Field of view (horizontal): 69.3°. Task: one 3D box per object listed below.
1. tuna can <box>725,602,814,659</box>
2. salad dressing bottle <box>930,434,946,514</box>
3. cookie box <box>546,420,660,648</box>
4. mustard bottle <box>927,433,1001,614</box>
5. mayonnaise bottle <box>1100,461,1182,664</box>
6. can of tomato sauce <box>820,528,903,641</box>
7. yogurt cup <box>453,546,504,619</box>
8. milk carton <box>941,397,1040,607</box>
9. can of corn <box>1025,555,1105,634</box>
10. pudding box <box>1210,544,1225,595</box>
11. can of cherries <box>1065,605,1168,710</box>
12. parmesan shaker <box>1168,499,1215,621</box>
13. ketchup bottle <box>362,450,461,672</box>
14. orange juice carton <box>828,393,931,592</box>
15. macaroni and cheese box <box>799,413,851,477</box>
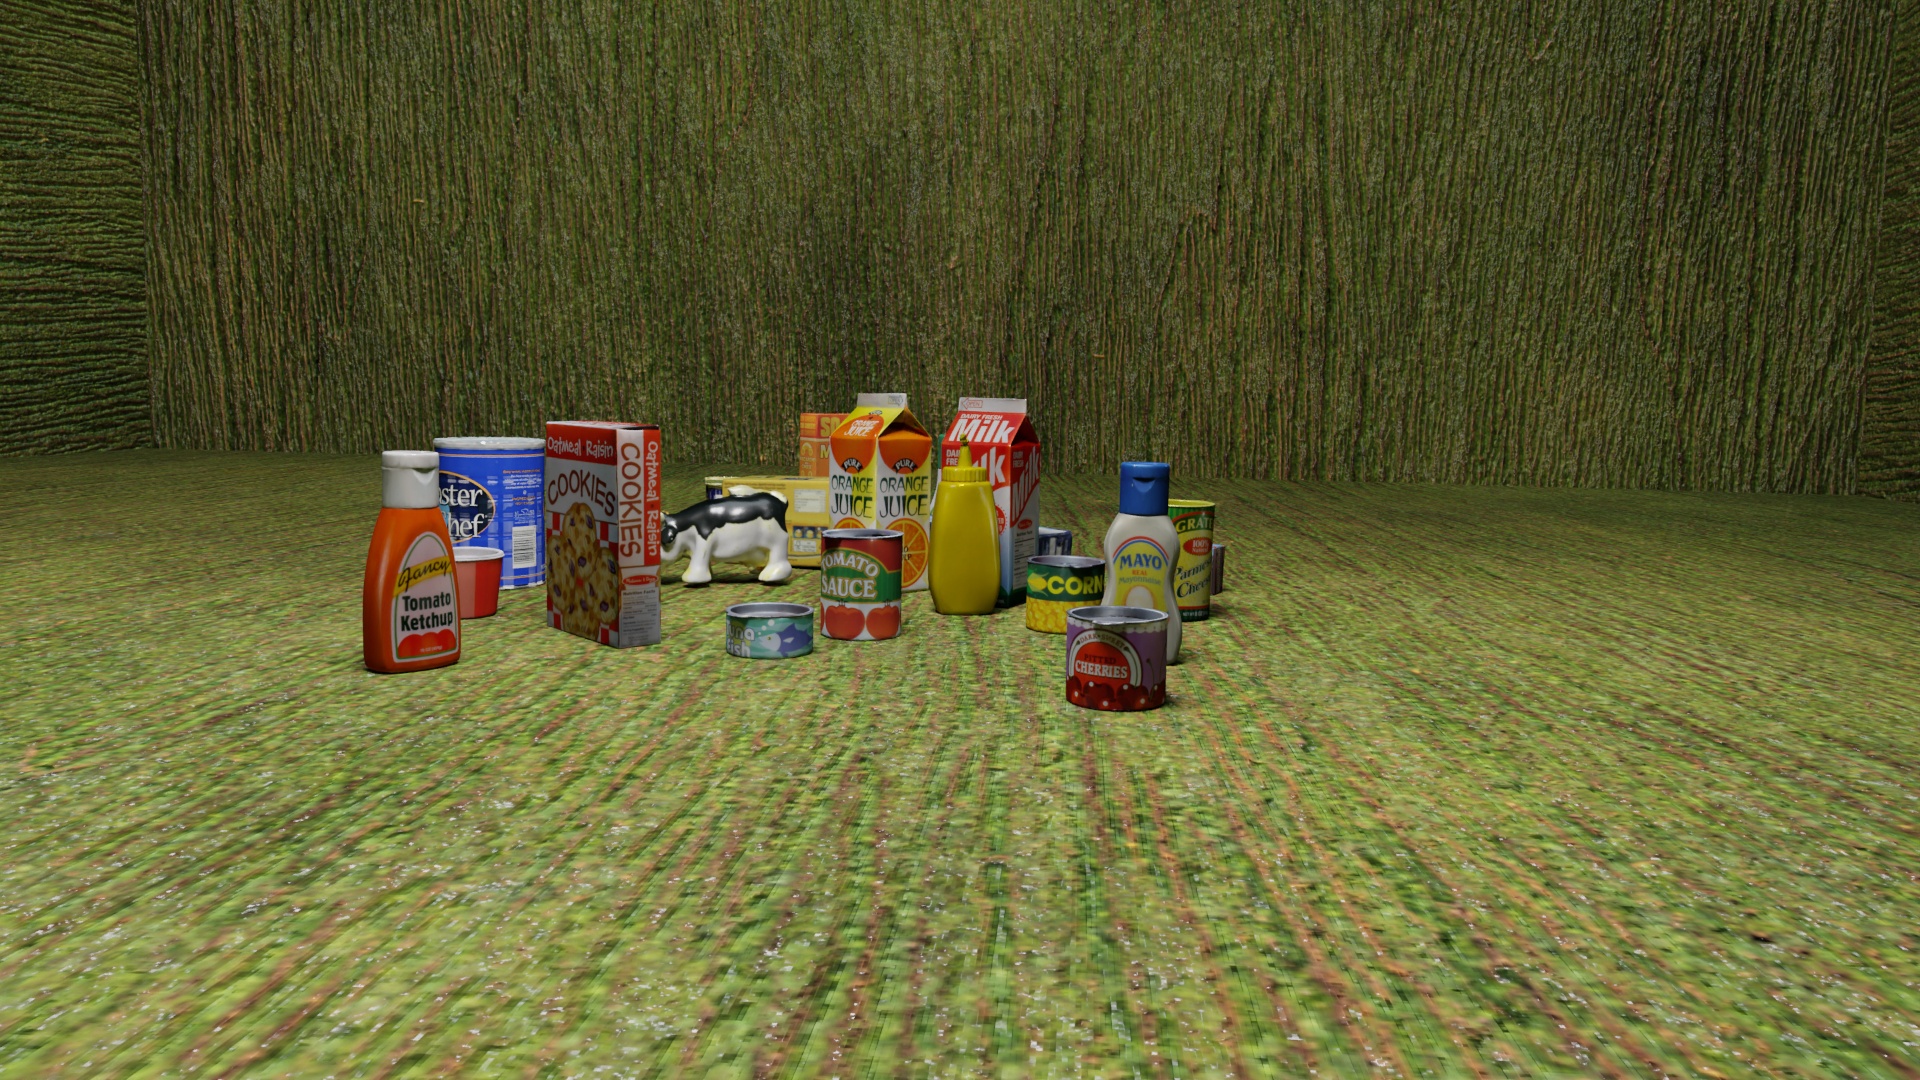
[{"bbox_3d":[-0.144,0.067,1.038,0.071,0.032,0.071,1,6,0],"label":"tuna can"},{"bbox_3d":[-0.008,-0.043,1.528,0.064,0.147,0.044,3,6,18],"label":"salad dressing bottle"},{"bbox_3d":[-0.279,-0.009,1.084,0.040,0.167,0.123,-4,8,-41],"label":"cookie box"},{"bbox_3d":[0.004,-0.015,1.232,0.065,0.160,0.049,0,6,-8],"label":"mustard bottle"},{"bbox_3d":[0.134,0.016,1.031,0.065,0.148,0.041,2,6,10],"label":"mayonnaise bottle"},{"bbox_3d":[-0.080,0.035,1.115,0.071,0.083,0.071,1,6,0],"label":"can of tomato sauce"},{"bbox_3d":[-0.419,0.036,1.167,0.072,0.054,0.072,1,6,0],"label":"yogurt cup"},{"bbox_3d":[0.028,-0.038,1.298,0.072,0.190,0.073,4,6,26],"label":"milk carton"},{"bbox_3d":[0.089,0.045,1.164,0.071,0.058,0.071,1,6,0],"label":"can of corn"},{"bbox_3d":[0.222,0.026,1.403,0.083,0.049,0.030,5,7,30],"label":"pudding box"},{"bbox_3d":[0.100,0.076,0.899,0.071,0.058,0.071,1,6,0],"label":"can of cherries"},{"bbox_3d":[0.194,0.017,1.239,0.071,0.103,0.071,1,6,0],"label":"parmesan shaker"},{"bbox_3d":[-0.377,0.013,0.953,0.043,0.148,0.065,6,7,36],"label":"ketchup bottle"},{"bbox_3d":[-0.078,-0.047,1.353,0.073,0.192,0.072,-4,8,-44],"label":"orange juice carton"},{"bbox_3d":[-0.127,-0.064,1.606,0.124,0.166,0.040,-4,8,-39],"label":"macaroni and cheese box"}]
